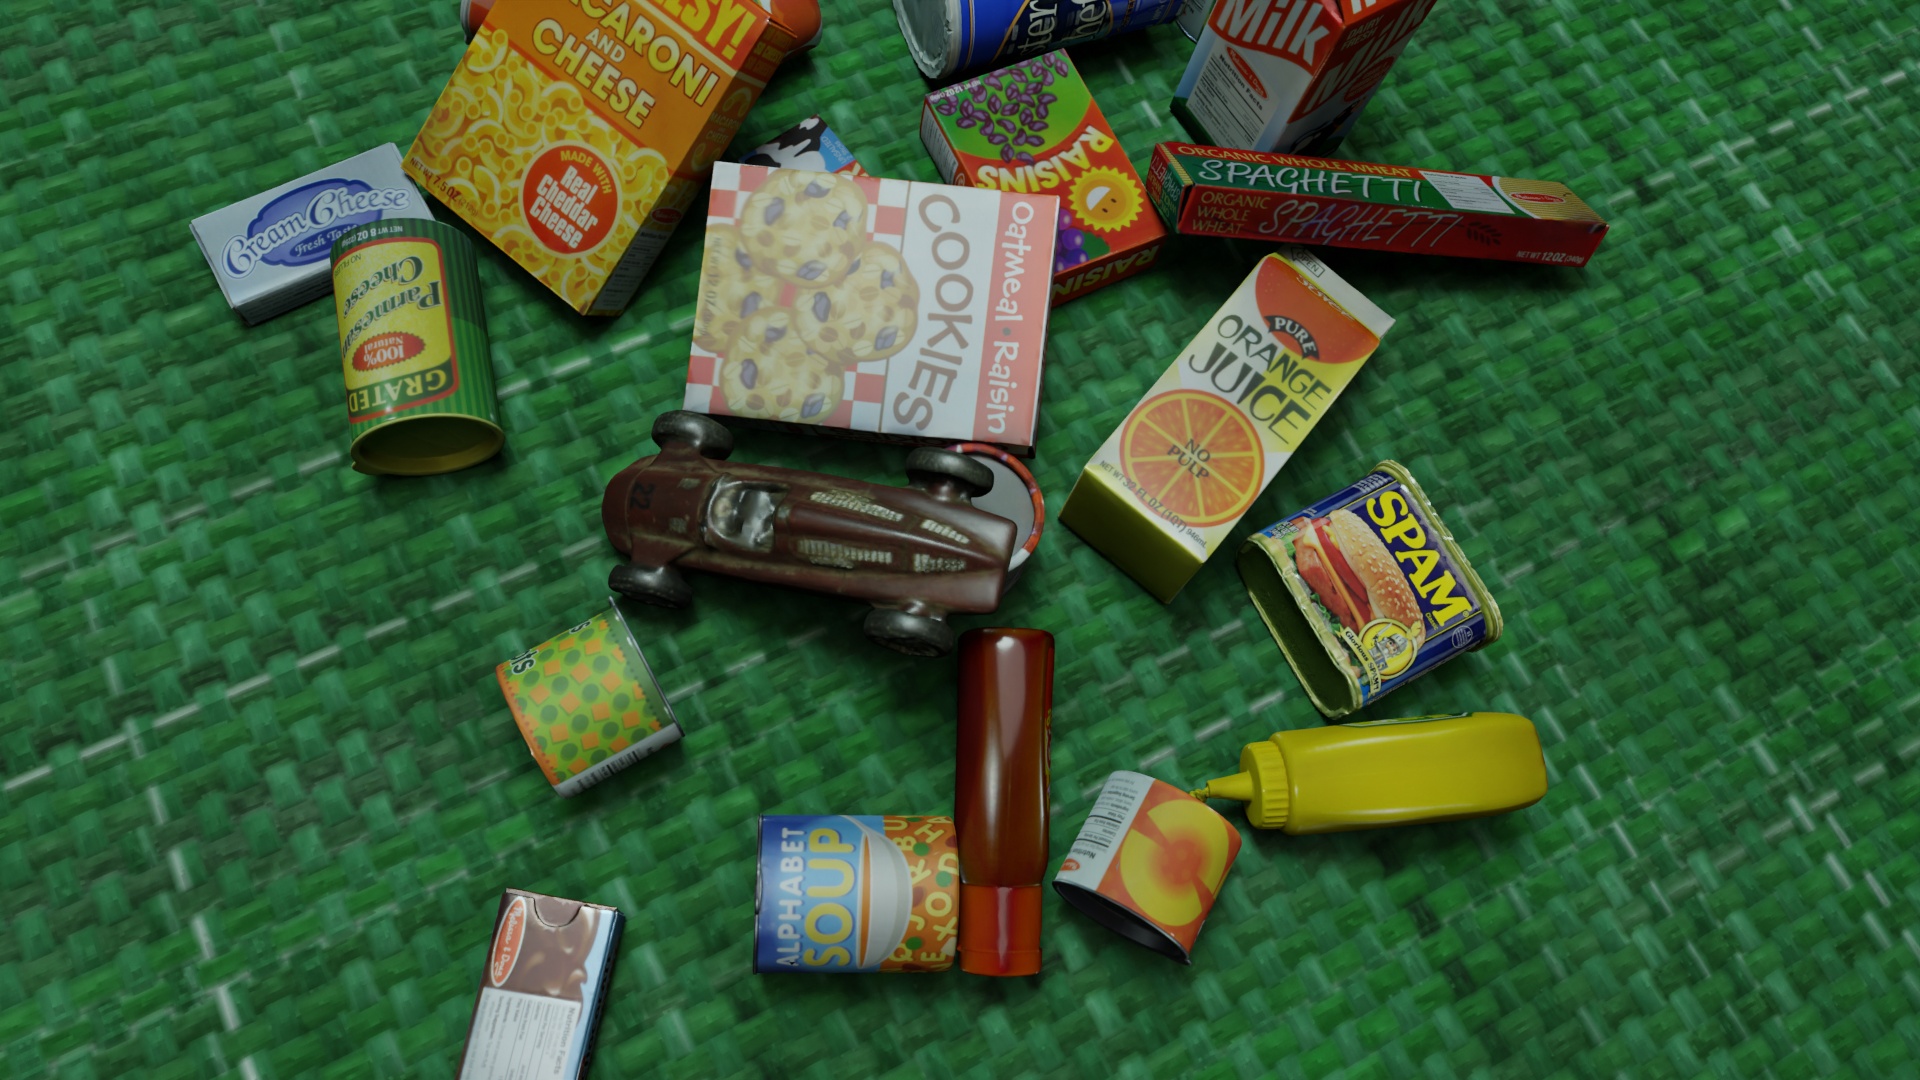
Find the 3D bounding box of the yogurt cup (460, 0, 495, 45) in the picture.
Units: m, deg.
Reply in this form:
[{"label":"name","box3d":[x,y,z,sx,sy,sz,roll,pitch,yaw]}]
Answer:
[{"label":"yogurt cup","box3d":[-0.216,-0.278,0.719,0.054,0.072,0.072,30,70,-5]}]

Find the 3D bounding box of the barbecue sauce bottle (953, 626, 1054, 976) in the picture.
[{"label":"barbecue sauce bottle","box3d":[0.019,0.115,0.617,0.044,0.064,0.148,2,80,-4]}]

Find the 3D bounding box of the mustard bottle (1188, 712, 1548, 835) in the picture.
[{"label":"mustard bottle","box3d":[0.182,0.108,0.638,0.160,0.065,0.049,-4,77,-5]}]

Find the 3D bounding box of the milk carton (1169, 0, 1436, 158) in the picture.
[{"label":"milk carton","box3d":[0.177,-0.261,0.695,0.072,0.190,0.073,-31,78,-15]}]

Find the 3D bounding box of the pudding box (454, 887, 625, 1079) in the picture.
[{"label":"pudding box","box3d":[-0.175,0.192,0.581,0.050,0.030,0.084,10,70,-3]}]

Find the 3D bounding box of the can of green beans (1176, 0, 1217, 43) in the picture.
[{"label":"can of green beans","box3d":[0.158,-0.319,0.782,0.071,0.057,0.071,2,71,-7]}]

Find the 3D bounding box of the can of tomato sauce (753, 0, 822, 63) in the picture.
[{"label":"can of tomato sauce","box3d":[-0.124,-0.274,0.724,0.083,0.071,0.071,-31,78,-16]}]

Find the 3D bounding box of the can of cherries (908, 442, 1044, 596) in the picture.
[{"label":"can of cherries","box3d":[0.002,-0.008,0.656,0.071,0.058,0.071,2,72,-6]}]

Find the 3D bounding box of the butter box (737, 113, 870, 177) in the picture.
[{"label":"butter box","box3d":[-0.065,-0.167,0.720,0.053,0.024,0.103,-36,79,-16]}]

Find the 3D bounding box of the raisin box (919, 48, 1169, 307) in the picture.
[{"label":"raisin box","box3d":[0.042,-0.189,0.734,0.086,0.040,0.123,-23,75,-14]}]

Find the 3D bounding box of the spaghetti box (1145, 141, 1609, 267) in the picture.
[{"label":"spaghetti box","box3d":[0.218,-0.175,0.725,0.250,0.028,0.050,1,41,-17]}]

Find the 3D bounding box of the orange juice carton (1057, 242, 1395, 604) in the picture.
[{"label":"orange juice carton","box3d":[0.138,-0.067,0.686,0.072,0.072,0.193,39,71,7]}]

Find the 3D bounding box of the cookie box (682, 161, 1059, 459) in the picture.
[{"label":"cookie box","box3d":[-0.040,-0.110,0.671,0.167,0.040,0.123,6,85,3]}]

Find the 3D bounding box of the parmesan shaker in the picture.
[{"label":"parmesan shaker","box3d":[-0.257,-0.089,0.648,0.071,0.071,0.103,-11,73,-11]}]

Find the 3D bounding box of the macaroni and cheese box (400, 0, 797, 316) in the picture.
[{"label":"macaroni and cheese box","box3d":[-0.176,-0.211,0.669,0.124,0.040,0.166,39,105,6]}]

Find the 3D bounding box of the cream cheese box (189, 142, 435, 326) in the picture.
[{"label":"cream cheese box","box3d":[-0.314,-0.151,0.682,0.104,0.024,0.053,-28,77,-15]}]

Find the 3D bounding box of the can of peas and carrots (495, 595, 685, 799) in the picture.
[{"label":"can of peas and carrots","box3d":[-0.162,0.068,0.605,0.059,0.070,0.071,-28,77,-14]}]

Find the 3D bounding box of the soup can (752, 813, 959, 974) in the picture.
[{"label":"soup can","box3d":[-0.045,0.150,0.590,0.084,0.071,0.071,2,71,-7]}]

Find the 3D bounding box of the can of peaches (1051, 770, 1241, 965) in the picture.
[{"label":"can of peaches","box3d":[0.084,0.144,0.612,0.071,0.071,0.058,30,70,3]}]
